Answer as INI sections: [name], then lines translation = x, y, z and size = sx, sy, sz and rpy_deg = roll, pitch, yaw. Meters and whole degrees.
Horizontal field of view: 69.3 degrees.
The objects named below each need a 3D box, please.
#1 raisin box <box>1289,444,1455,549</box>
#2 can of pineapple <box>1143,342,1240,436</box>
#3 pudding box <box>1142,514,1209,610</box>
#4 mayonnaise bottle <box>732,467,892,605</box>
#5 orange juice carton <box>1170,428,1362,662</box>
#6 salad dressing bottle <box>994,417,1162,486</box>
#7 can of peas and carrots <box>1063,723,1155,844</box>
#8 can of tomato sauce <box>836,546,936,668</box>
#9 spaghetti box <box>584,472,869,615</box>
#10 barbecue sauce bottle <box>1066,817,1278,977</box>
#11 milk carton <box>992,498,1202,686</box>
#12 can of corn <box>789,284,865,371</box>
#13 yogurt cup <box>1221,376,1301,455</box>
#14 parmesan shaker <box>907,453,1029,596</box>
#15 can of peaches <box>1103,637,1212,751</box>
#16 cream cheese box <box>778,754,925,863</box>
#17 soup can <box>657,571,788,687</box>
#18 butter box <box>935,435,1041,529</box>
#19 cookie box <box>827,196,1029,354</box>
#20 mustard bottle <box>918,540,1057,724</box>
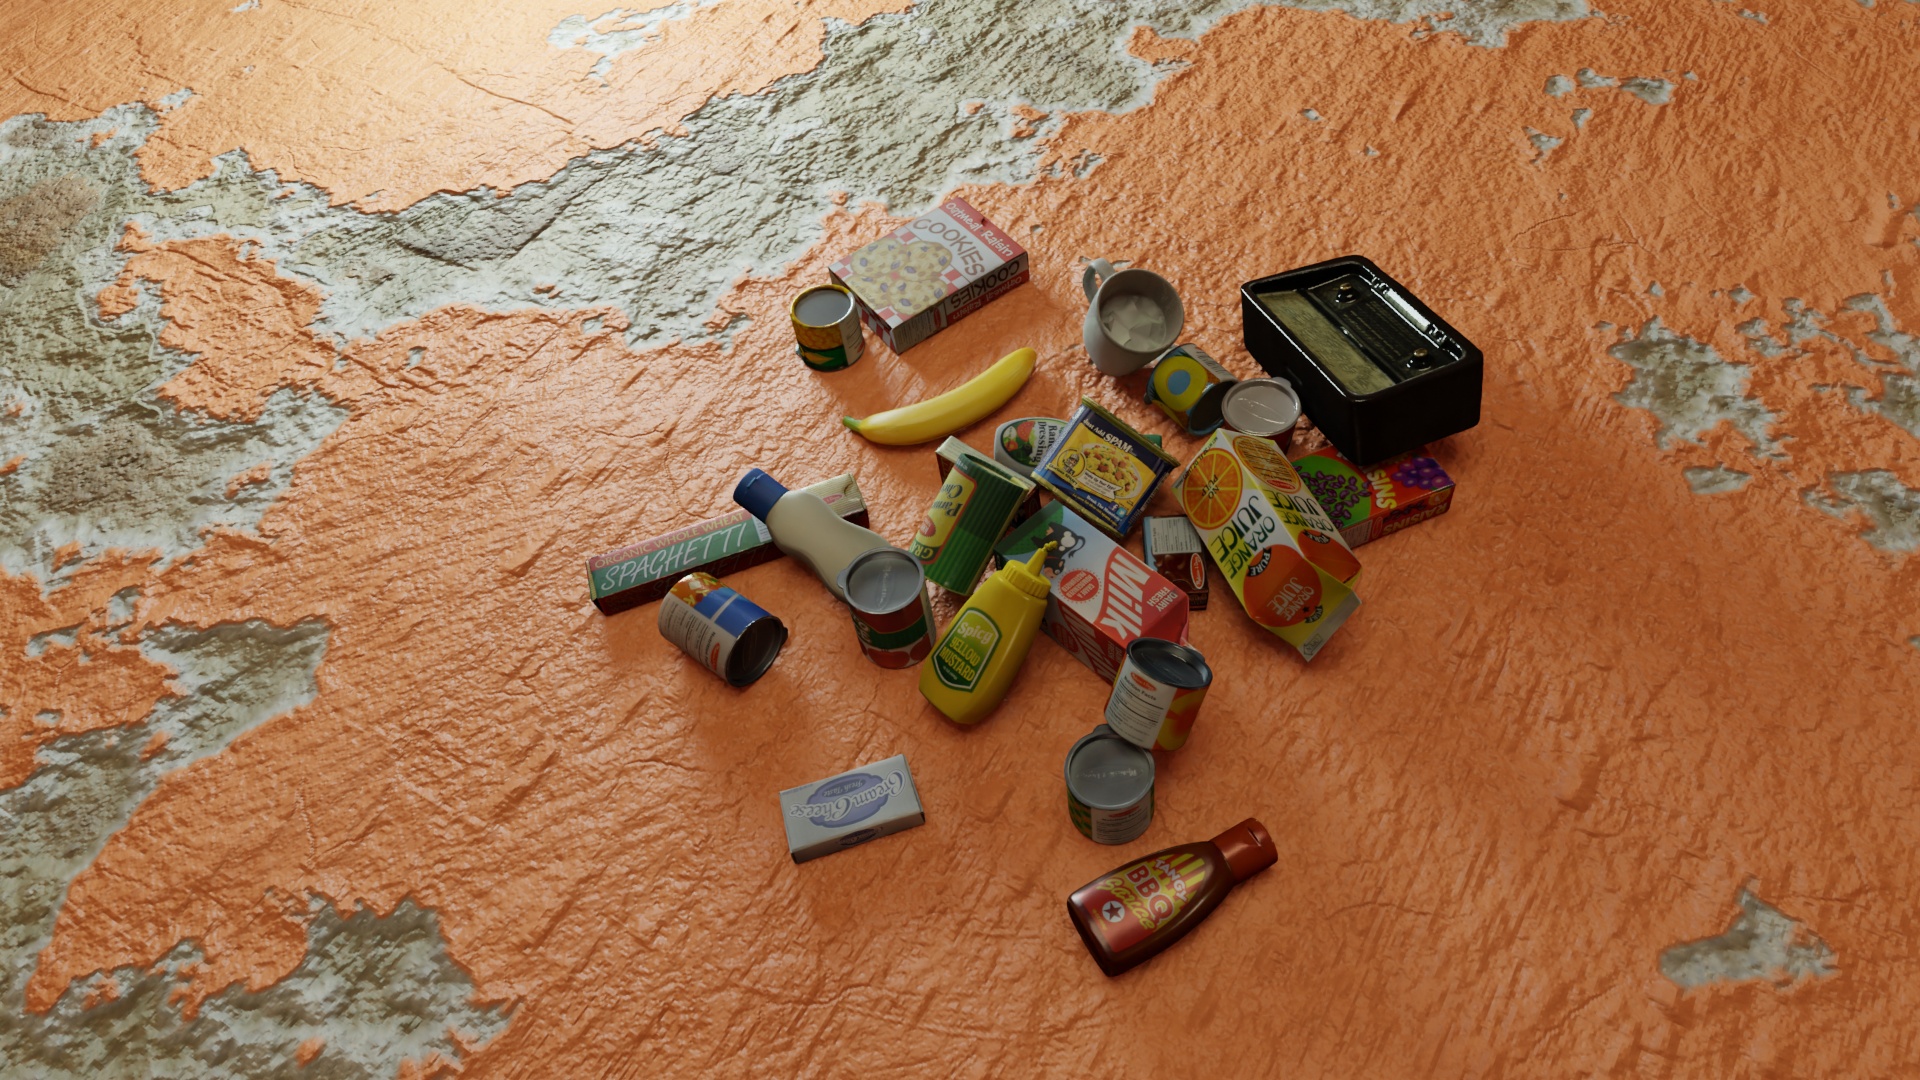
[raisin box]
translation = 0.344, -0.045, 1.187
size = 0.123, 0.040, 0.086
rpy_deg = -20, 51, -9
[can of pineapple]
translation = 0.211, -0.135, 1.260
size = 0.071, 0.070, 0.058
rpy_deg = -32, 55, -16
[pudding box]
translation = 0.179, 0.018, 1.165
size = 0.050, 0.030, 0.084
rpy_deg = -3, 52, 4
[mayonnaise bottle]
translation = -0.127, -0.007, 1.191
size = 0.148, 0.041, 0.065
rpy_deg = 36, 74, 10
[orange juice carton]
translation = 0.255, 0.002, 1.124
size = 0.073, 0.071, 0.193
rpy_deg = 8, 42, -35
[salad dressing bottle]
translation = 0.105, -0.079, 1.242
size = 0.148, 0.043, 0.064
rpy_deg = 2, 59, 9
[can of peas and carrots]
translation = 0.111, 0.181, 1.028
size = 0.071, 0.058, 0.071
rpy_deg = -4, 51, 5
[can of tomato sauce]
translation = -0.059, 0.056, 1.134
size = 0.071, 0.082, 0.071
rpy_deg = -4, 52, 5
[spaghetti box]
translation = -0.206, 0.002, 1.230
size = 0.250, 0.028, 0.050
rpy_deg = -19, 52, -7
[barbecue sauce bottle]
translation = 0.153, 0.246, 0.981
size = 0.149, 0.043, 0.065
rpy_deg = -25, 52, -12
[milk carton]
translation = 0.119, 0.056, 1.116
size = 0.074, 0.072, 0.191
rpy_deg = -38, 57, -21
[can of corn]
translation = -0.134, -0.210, 1.369
size = 0.071, 0.058, 0.071
rpy_deg = -4, 51, 5
[yogurt cup]
translation = 0.266, -0.102, 1.233
size = 0.072, 0.053, 0.073
rpy_deg = -4, 52, 5
[parmesan shaker]
translation = 0.004, -0.015, 1.163
size = 0.071, 0.071, 0.103
rpy_deg = 33, 99, 28
[can of peaches]
translation = 0.146, 0.113, 1.022
size = 0.071, 0.057, 0.071
rpy_deg = 15, 24, -7
[cream cheese box]
translation = -0.083, 0.204, 1.058
size = 0.104, 0.024, 0.053
rpy_deg = -16, 52, -5
[soup can]
translation = -0.197, 0.072, 1.153
size = 0.084, 0.071, 0.071
rpy_deg = 29, 61, 27
[butter box]
translation = 0.025, -0.049, 1.224
size = 0.103, 0.053, 0.024
rpy_deg = 31, 64, 28
[cookie box]
translation = -0.031, -0.274, 1.417
size = 0.168, 0.040, 0.123
rpy_deg = -32, 55, -17
[mustard bottle]
translation = 0.029, 0.066, 1.086
size = 0.065, 0.049, 0.160
rpy_deg = 37, 102, 31
